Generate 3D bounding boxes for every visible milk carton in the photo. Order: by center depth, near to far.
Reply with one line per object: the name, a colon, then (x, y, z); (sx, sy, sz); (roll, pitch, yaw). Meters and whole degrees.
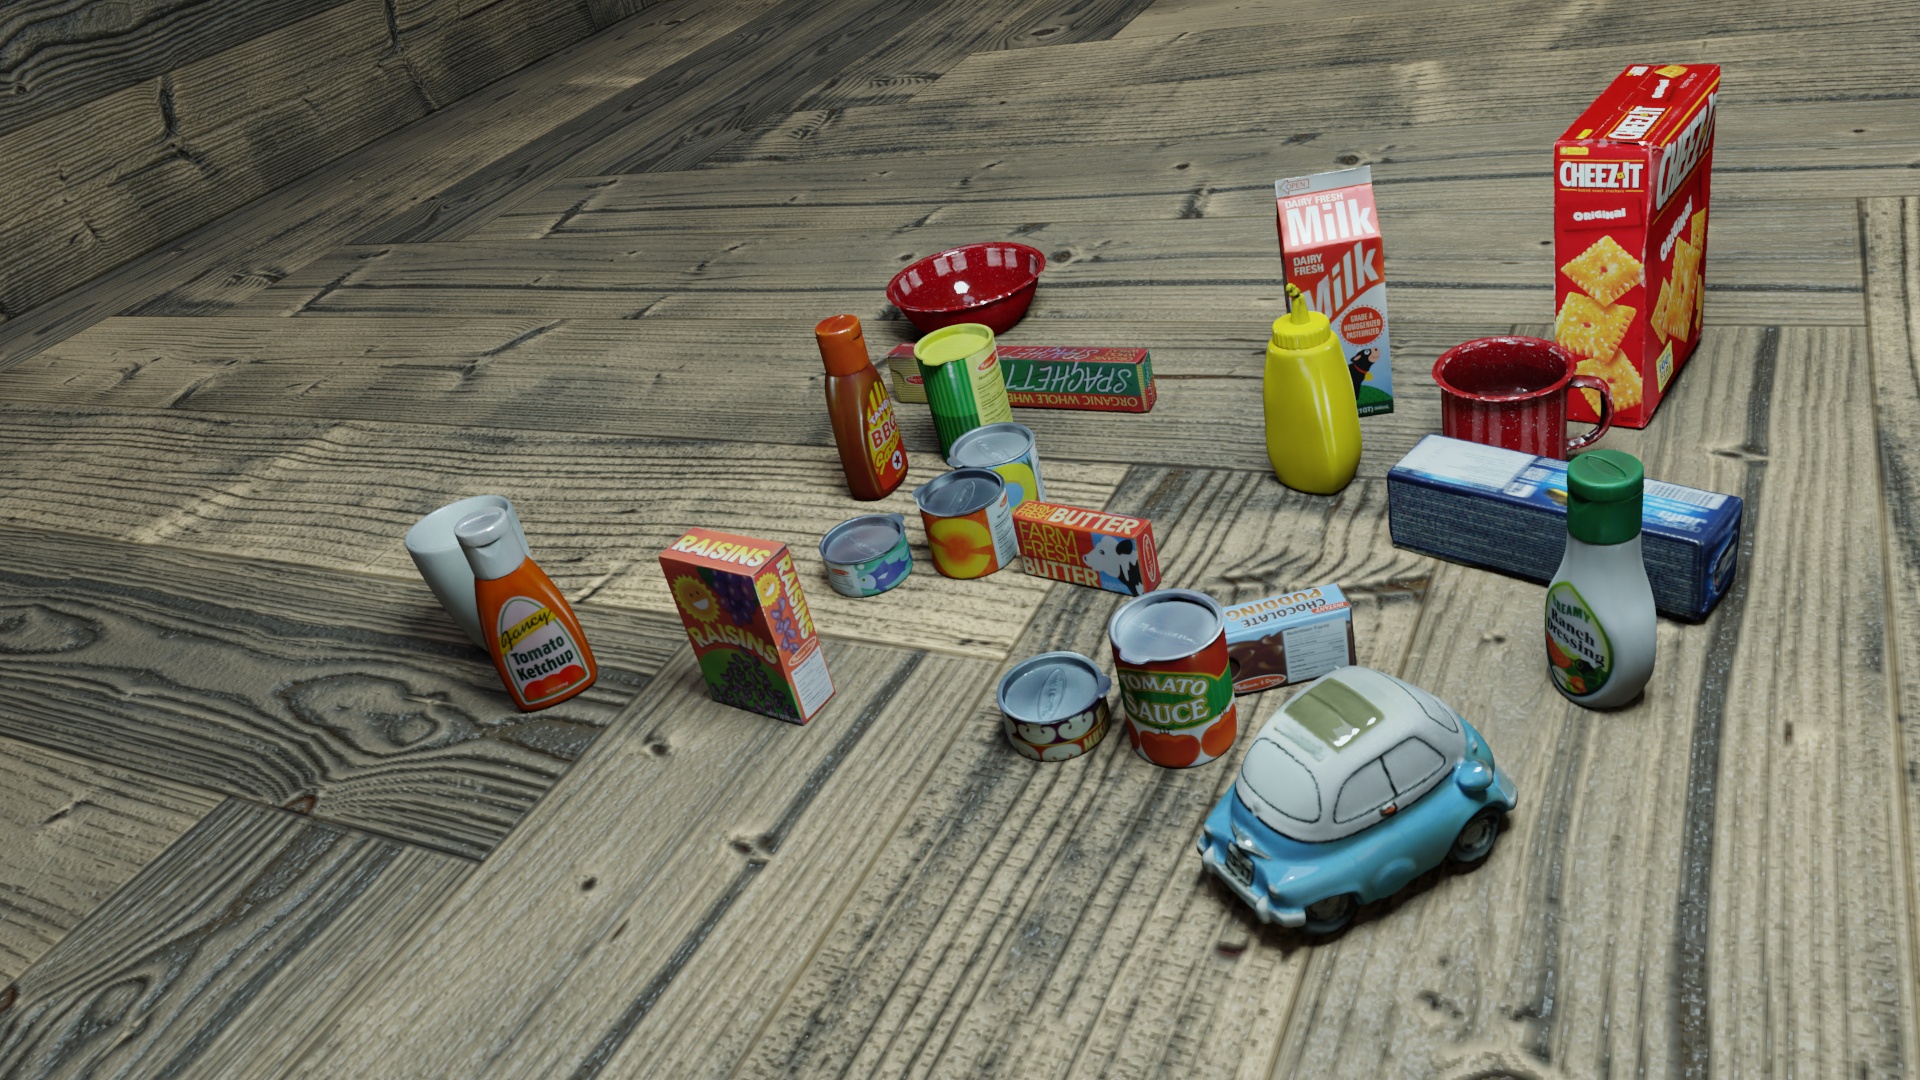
milk carton: (0.287, -0.192, 1.072); (0.072, 0.189, 0.074); (-7, 32, 11)

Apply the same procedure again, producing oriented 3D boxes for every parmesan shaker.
parmesan shaker: (0.004, -0.118, 1.150); (0.071, 0.102, 0.072); (-10, 32, 7)

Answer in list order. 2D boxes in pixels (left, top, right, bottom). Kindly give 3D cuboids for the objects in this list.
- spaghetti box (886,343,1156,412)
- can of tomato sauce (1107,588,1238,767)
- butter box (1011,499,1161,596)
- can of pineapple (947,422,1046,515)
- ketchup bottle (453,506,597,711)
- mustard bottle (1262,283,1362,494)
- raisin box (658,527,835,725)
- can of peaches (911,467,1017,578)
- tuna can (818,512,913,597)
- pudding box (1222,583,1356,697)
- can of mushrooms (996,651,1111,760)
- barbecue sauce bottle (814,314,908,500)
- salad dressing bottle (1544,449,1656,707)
spaghetti box: (0.051, -0.144, 1.223); (0.250, 0.050, 0.029); (5, 37, 29)
can of tomato sauce: (0.124, 0.082, 0.809); (0.071, 0.082, 0.071); (-10, 32, 7)
butter box: (0.087, 0.005, 0.972); (0.103, 0.053, 0.024); (11, 40, 35)
can of pineapple: (0.028, -0.050, 1.078); (0.071, 0.057, 0.071); (-10, 32, 7)
ketchup bottle: (-0.308, 0.047, 0.972); (0.065, 0.148, 0.043); (-23, 33, -14)
mustard bottle: (0.248, -0.111, 0.988); (0.065, 0.159, 0.049); (19, 45, 42)
raisin box: (-0.139, 0.056, 0.915); (0.086, 0.122, 0.040); (10, 39, 34)
can of peaches: (0.004, -0.013, 1.028); (0.071, 0.057, 0.071); (-10, 32, 7)
tuna can: (-0.068, 0.010, 1.045); (0.071, 0.032, 0.071); (-10, 32, 7)
pudding box: (0.195, 0.061, 0.845); (0.084, 0.049, 0.030); (-13, 32, 2)
can of mushrooms: (0.060, 0.101, 0.850); (0.071, 0.033, 0.071); (-10, 32, 7)
barbecue sauce bottle: (-0.082, -0.109, 1.128); (0.043, 0.147, 0.065); (2, 35, 25)
salad dressing bottle: (0.347, 0.022, 0.753); (0.044, 0.147, 0.064); (-21, 32, -10)
